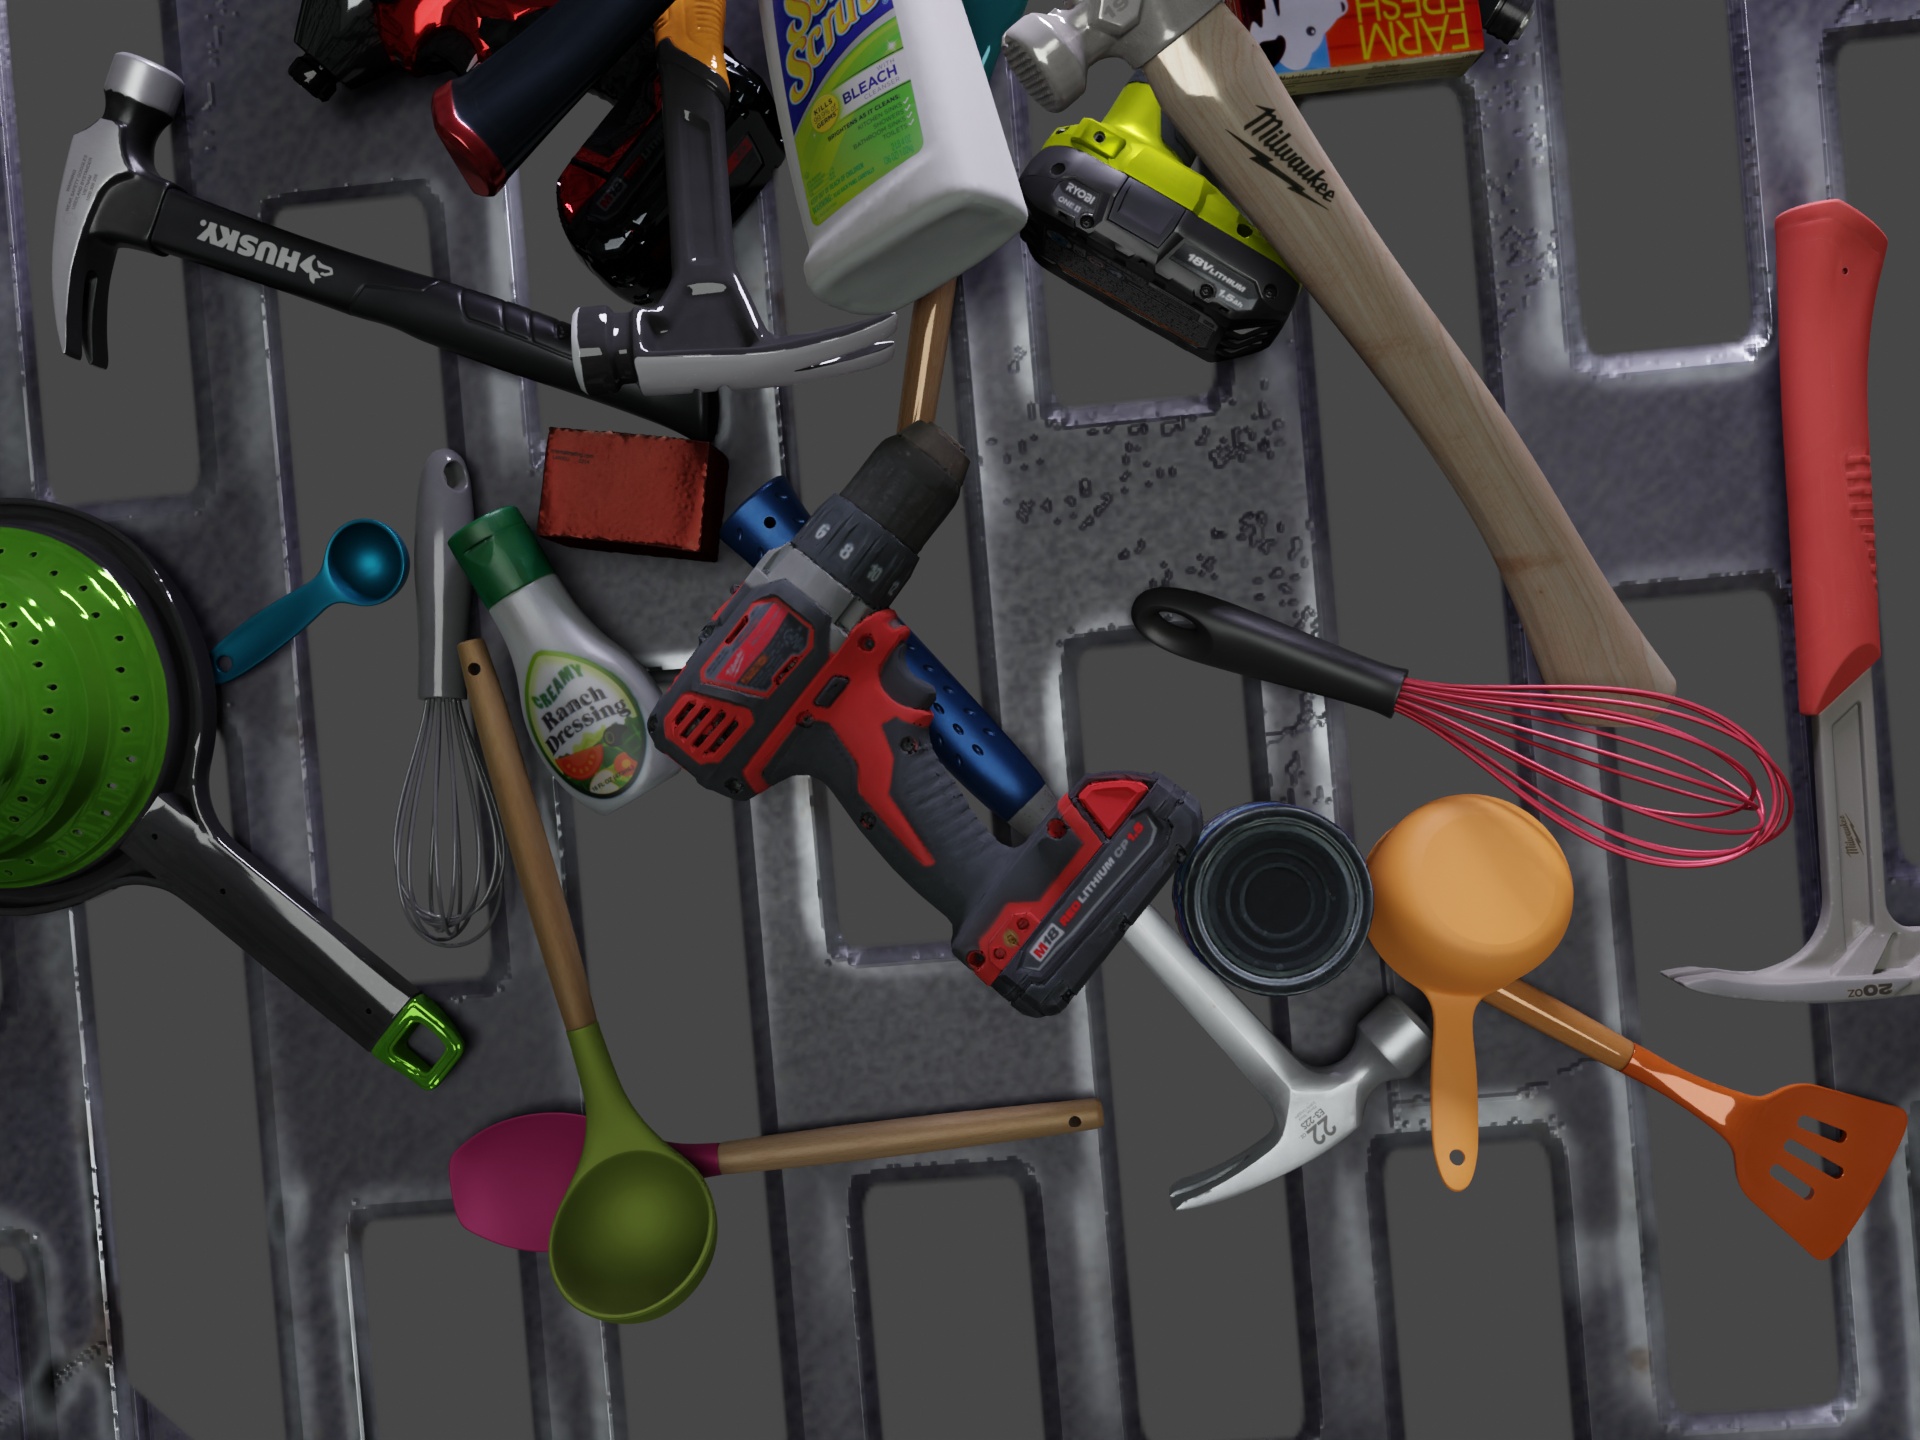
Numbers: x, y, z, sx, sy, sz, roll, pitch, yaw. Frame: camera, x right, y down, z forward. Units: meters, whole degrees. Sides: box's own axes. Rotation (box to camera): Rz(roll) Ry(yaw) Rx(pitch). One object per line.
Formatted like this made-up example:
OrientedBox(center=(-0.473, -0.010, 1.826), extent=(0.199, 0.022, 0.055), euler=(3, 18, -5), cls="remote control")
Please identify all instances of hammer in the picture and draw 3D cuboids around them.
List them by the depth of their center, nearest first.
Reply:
OrientedBox(center=(-0.065, -0.352, 0.647), extent=(0.143, 0.038, 0.386), euler=(31, 74, 20), cls="hammer")
OrientedBox(center=(-0.107, -0.293, 0.674), extent=(0.127, 0.034, 0.337), euler=(-5, 73, -6), cls="hammer")
OrientedBox(center=(0.197, -0.163, 0.675), extent=(0.146, 0.038, 0.410), euler=(-40, 107, 1), cls="hammer")
OrientedBox(center=(0.390, -0.052, 0.726), extent=(0.149, 0.036, 0.359), euler=(-4, 91, 3), cls="hammer")
OrientedBox(center=(0.034, 0.051, 0.747), extent=(0.144, 0.035, 0.405), euler=(-43, 88, 3), cls="hammer")
OrientedBox(center=(-0.273, -0.197, 0.762), extent=(0.335, 0.035, 0.146), euler=(19, 91, 3), cls="hammer")

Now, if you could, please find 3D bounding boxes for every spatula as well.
OrientedBox(center=(0.285, 0.144, 0.742), extent=(0.322, 0.041, 0.081), euler=(29, 92, 7), cls="spatula")
OrientedBox(center=(-0.013, -0.240, 0.743), extent=(0.082, 0.044, 0.317), euler=(9, 93, 27), cls="spatula")

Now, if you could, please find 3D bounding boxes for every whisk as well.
OrientedBox(center=(0.214, -0.005, 0.709), extent=(0.296, 0.073, 0.073), euler=(20, 92, 16), cls="whisk")
OrientedBox(center=(-0.244, -0.012, 0.759), extent=(0.055, 0.055, 0.239), euler=(-2, 86, 3), cls="whisk")

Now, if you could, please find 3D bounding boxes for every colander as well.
OrientedBox(center=(-0.403, 0.047, 0.739), extent=(0.397, 0.094, 0.204), euler=(39, 95, 1), cls="colander")

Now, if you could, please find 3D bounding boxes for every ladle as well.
OrientedBox(center=(-0.183, 0.116, 0.728), extent=(0.078, 0.062, 0.320), euler=(-16, 90, -2), cls="ladle")

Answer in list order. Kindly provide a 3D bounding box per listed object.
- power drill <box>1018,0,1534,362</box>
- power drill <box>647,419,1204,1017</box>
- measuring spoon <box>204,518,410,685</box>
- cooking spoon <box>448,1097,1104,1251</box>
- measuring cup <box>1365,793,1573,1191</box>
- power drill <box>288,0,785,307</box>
OrientedBox(center=(0.140, -0.286, 0.719), extent=(0.171, 0.080, 0.223), euler=(31, 89, 2), cls="power drill")
OrientedBox(center=(-0.001, -0.002, 0.695), extent=(0.227, 0.080, 0.188), euler=(38, 92, 5), cls="power drill")
OrientedBox(center=(-0.319, -0.054, 0.779), extent=(0.128, 0.021, 0.042), euler=(-32, 88, 12), cls="measuring spoon")
OrientedBox(center=(-0.090, 0.208, 0.764), extent=(0.319, 0.017, 0.069), euler=(-8, 93, 4), cls="cooking spoon")
OrientedBox(center=(0.224, 0.116, 0.699), extent=(0.095, 0.052, 0.174), euler=(6, 68, 1), cls="measuring cup")
OrientedBox(center=(-0.203, -0.301, 0.739), extent=(0.220, 0.078, 0.143), euler=(40, 91, 5), cls="power drill")
